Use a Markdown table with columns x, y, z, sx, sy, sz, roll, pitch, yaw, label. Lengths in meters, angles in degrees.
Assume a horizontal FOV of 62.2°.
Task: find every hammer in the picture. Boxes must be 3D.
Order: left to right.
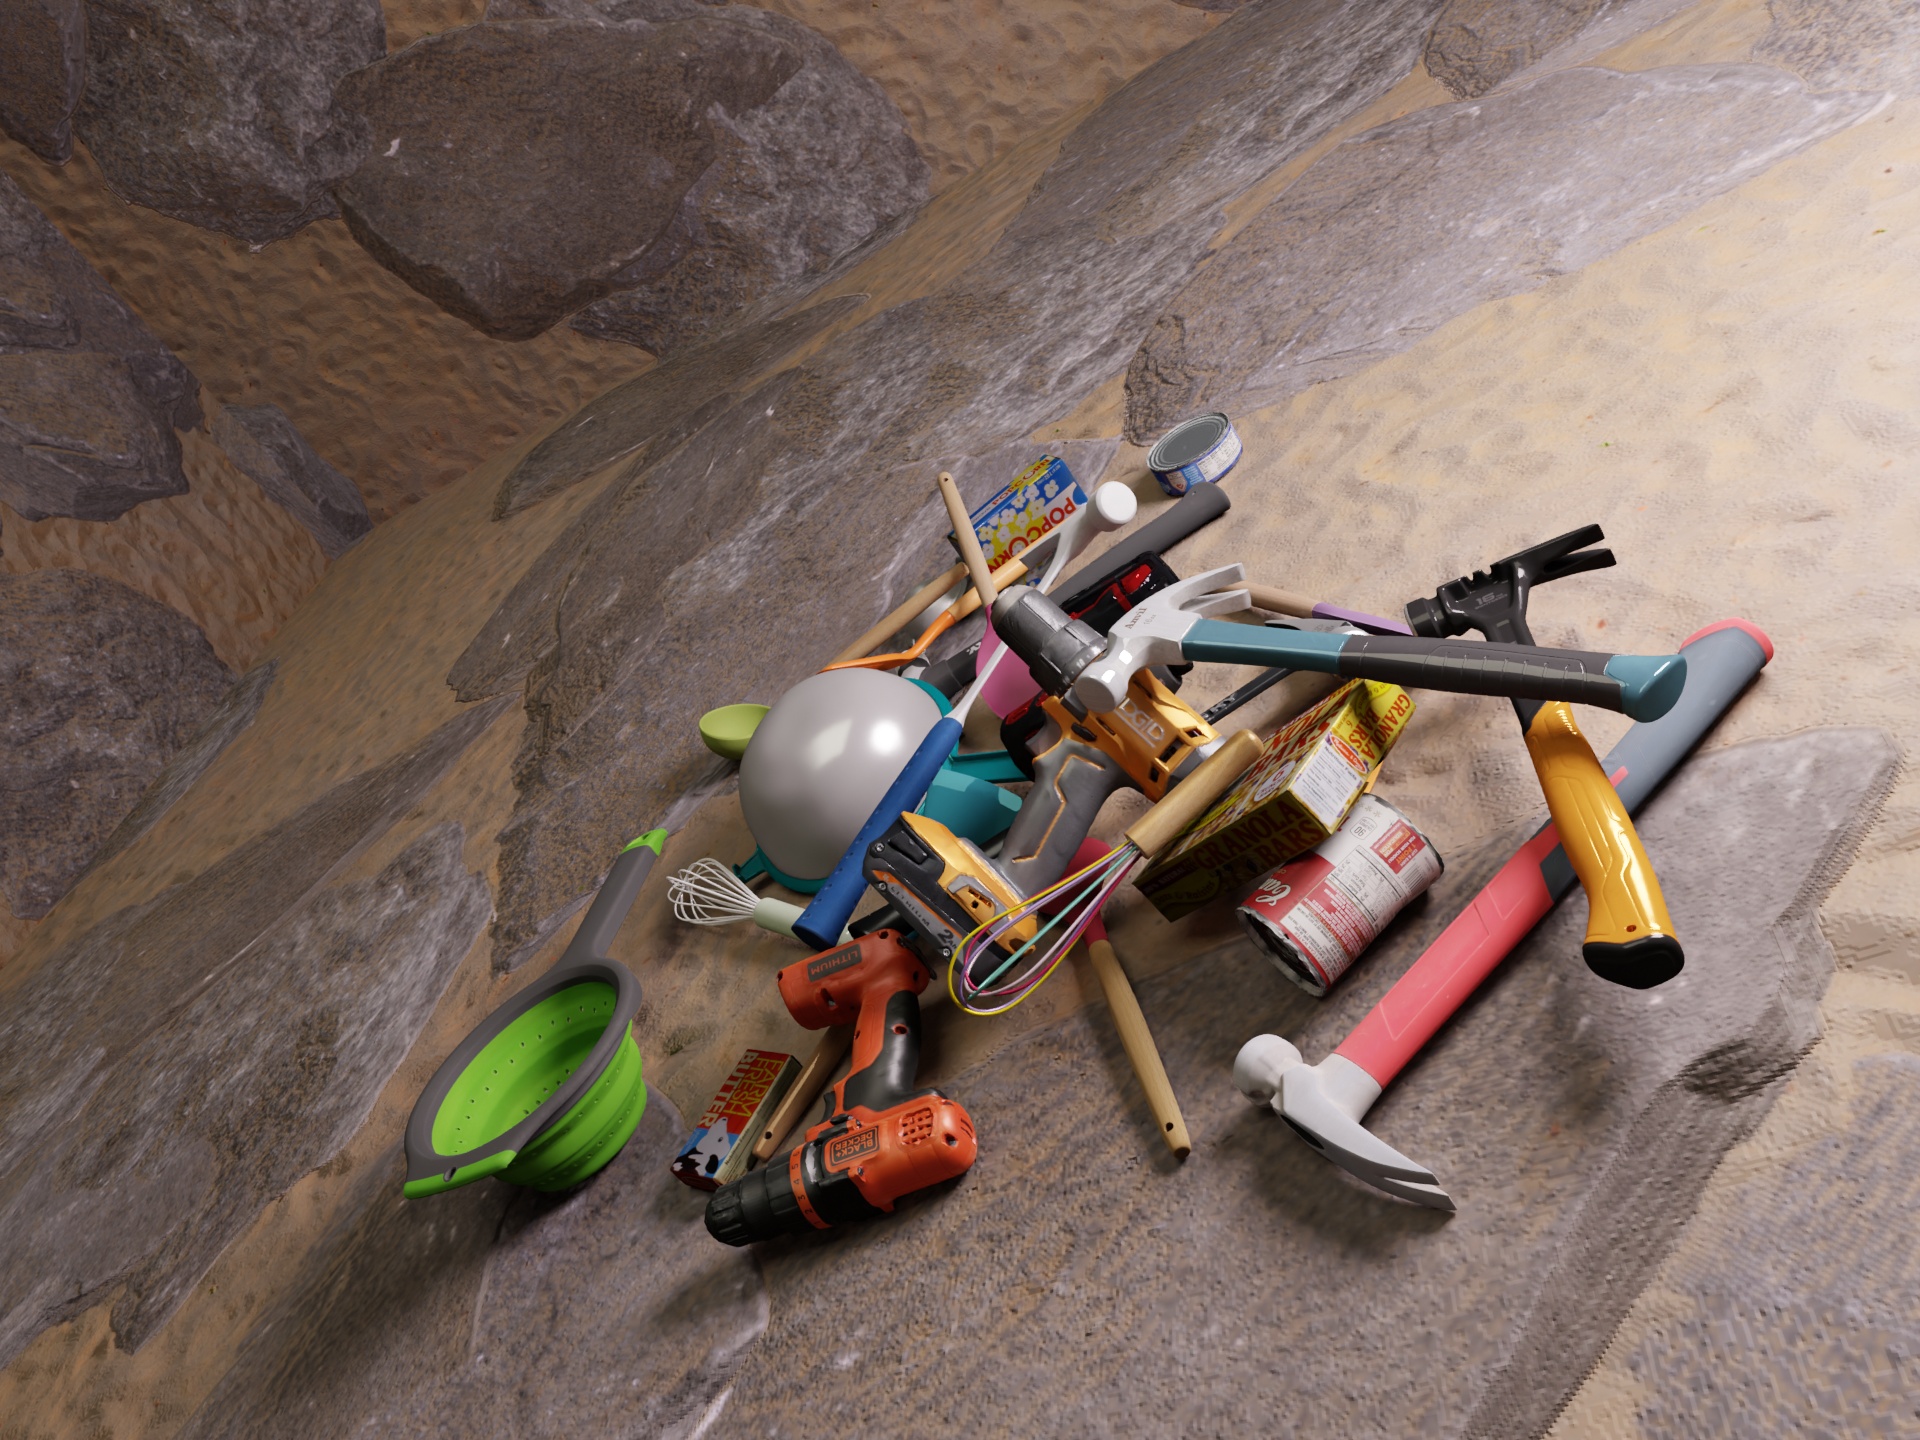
| x | y | z | sx | sy | sz | roll | pitch | yaw | label |
| --- | --- | --- | --- | --- | --- | --- | --- | --- | --- |
| -0.002 | -0.004 | 1.178 | 0.406 | 0.035 | 0.144 | -57 | 10 | -22 | hammer |
| 0.092 | -0.105 | 1.404 | 0.335 | 0.035 | 0.146 | -34 | 27 | 5 | hammer |
| 0.096 | 0.047 | 1.114 | 0.409 | 0.036 | 0.149 | -33 | 11 | 3 | hammer |
| 0.235 | -0.035 | 0.911 | 0.331 | 0.033 | 0.128 | 8 | 43 | 36 | hammer |
| 0.320 | 0.087 | 0.847 | 0.386 | 0.038 | 0.143 | -43 | 30 | -13 | hammer |
| 0.333 | 0.011 | 0.867 | 0.127 | 0.034 | 0.337 | -25 | 32 | 20 | hammer |

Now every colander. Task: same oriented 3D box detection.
| x | y | z | sx | sy | sz | roll | pitch | yaw | label |
| --- | --- | --- | --- | --- | --- | --- | --- | --- | --- |
| -0.289 | 0.236 | 1.258 | 0.204 | 0.094 | 0.397 | -22 | 27 | 26 | colander |

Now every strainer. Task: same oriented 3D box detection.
| x | y | z | sx | sy | sz | roll | pitch | yaw | label |
| --- | --- | --- | --- | --- | --- | --- | --- | --- | --- |
| -0.063 | 0.025 | 1.277 | 0.340 | 0.095 | 0.211 | -7 | 53 | 40 | strainer |
| -0.001 | -0.155 | 1.585 | 0.087 | 0.050 | 0.258 | -28 | 22 | 47 | strainer |

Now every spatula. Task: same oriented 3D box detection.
| x | y | z | sx | sy | sz | roll | pitch | yaw | label |
| --- | --- | --- | --- | --- | --- | --- | --- | --- | --- |
| -0.059 | 0.173 | 1.140 | 0.082 | 0.044 | 0.318 | 19 | 58 | 26 | spatula |
| 0.003 | -0.115 | 1.438 | 0.322 | 0.041 | 0.081 | -38 | 1 | -16 | spatula |
| 0.255 | -0.084 | 1.185 | 0.316 | 0.059 | 0.018 | 29 | 107 | 64 | spatula |

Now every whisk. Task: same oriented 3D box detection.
| x | y | z | sx | sy | sz | roll | pitch | yaw | label |
| --- | --- | --- | --- | --- | --- | --- | --- | --- | --- |
| -0.162 | 0.155 | 1.287 | 0.246 | 0.059 | 0.058 | 9 | 71 | 48 | whisk |
| 0.088 | 0.089 | 0.963 | 0.245 | 0.051 | 0.047 | -41 | 72 | -6 | whisk |

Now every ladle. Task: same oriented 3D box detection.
| x | y | z | sx | sy | sz | roll | pitch | yaw | label |
| --- | --- | --- | --- | --- | --- | --- | --- | --- | --- |
| -0.122 | -0.061 | 1.503 | 0.320 | 0.062 | 0.078 | -36 | 15 | 23 | ladle |
| 0.094 | 0.161 | 1.005 | 0.069 | 0.031 | 0.316 | -34 | 29 | 8 | ladle |

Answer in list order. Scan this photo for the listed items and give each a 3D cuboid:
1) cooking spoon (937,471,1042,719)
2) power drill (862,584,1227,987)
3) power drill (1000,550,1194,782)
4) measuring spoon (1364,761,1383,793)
| x | y | z | sx | sy | sz | roll | pitch | yaw | label |
| --- | --- | --- | --- | --- | --- | --- | --- | --- | --- |
| 0.023 | -0.115 | 1.391 | 0.069 | 0.017 | 0.319 | -22 | 49 | 4 | cooking spoon |
| 0.037 | 0.038 | 1.036 | 0.226 | 0.185 | 0.084 | -46 | -14 | 1 | power drill |
| 0.113 | -0.042 | 1.172 | 0.143 | 0.078 | 0.220 | -31 | 13 | 23 | power drill |
| 0.259 | 0.038 | 1.022 | 0.021 | 0.011 | 0.117 | 4 | 42 | 27 | measuring spoon |
